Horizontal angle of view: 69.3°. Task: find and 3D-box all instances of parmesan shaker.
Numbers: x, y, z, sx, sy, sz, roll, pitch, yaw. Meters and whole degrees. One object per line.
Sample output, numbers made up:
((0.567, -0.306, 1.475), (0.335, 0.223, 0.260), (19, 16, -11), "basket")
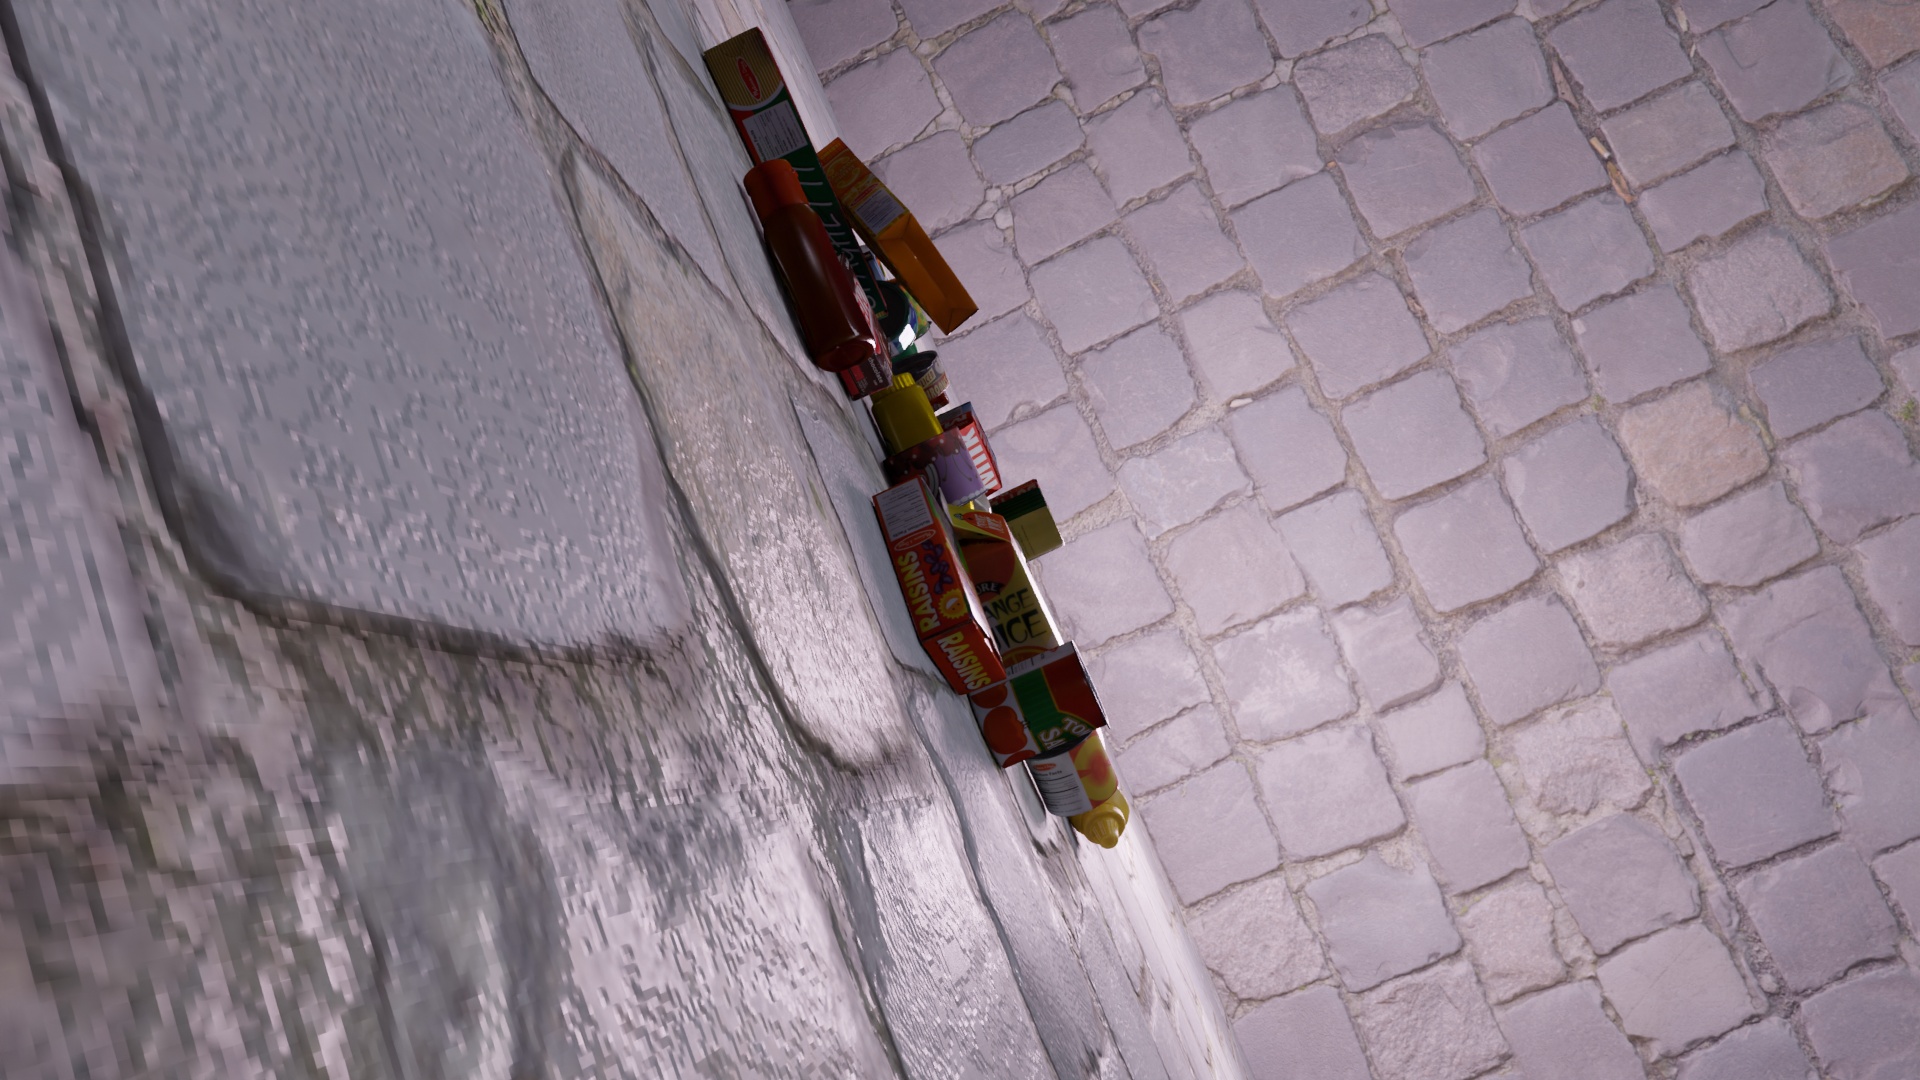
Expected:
((0.045, -0.002, 1.381), (0.071, 0.103, 0.071), (-28, 94, -86), "parmesan shaker")

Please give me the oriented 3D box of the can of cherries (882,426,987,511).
((-0.022, -0.050, 1.094), (0.071, 0.071, 0.058), (-75, 141, -84), "can of cherries")

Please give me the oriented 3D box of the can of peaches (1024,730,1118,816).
((0.093, 0.188, 1.161), (0.071, 0.071, 0.058), (-96, 163, -77), "can of peaches")

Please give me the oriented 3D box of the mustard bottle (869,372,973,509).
((-0.040, -0.088, 1.166), (0.065, 0.049, 0.160), (143, -78, -83), "mustard bottle")

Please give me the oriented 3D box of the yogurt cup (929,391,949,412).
((-0.046, -0.154, 1.420), (0.072, 0.054, 0.072), (-29, 95, -87), "yogurt cup")

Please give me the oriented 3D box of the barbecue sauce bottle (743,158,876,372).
((-0.107, -0.193, 0.966), (0.065, 0.043, 0.148), (43, 22, -80), "barbecue sauce bottle")

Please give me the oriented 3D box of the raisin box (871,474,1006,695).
((-0.013, 0.030, 0.926), (0.085, 0.040, 0.124), (62, 7, -55), "raisin box")

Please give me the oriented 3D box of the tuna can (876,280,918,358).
((-0.073, -0.200, 1.246), (0.032, 0.071, 0.071), (53, 13, -70), "tuna can")

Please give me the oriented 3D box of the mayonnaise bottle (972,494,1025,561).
((0.005, -0.016, 1.262), (0.147, 0.065, 0.041), (58, 12, -35), "mayonnaise bottle")

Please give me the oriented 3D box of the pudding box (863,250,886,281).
((-0.089, -0.229, 1.328), (0.030, 0.049, 0.083), (-110, 174, -62), "pudding box")

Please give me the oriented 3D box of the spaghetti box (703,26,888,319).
((-0.132, -0.291, 1.140), (0.029, 0.050, 0.249), (-97, 163, -72), "spaghetti box")

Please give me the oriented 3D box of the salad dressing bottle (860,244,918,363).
((-0.086, -0.250, 1.521), (0.064, 0.044, 0.147), (-103, 169, -62), "salad dressing bottle")

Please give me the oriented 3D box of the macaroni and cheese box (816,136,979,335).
((-0.061, -0.266, 1.207), (0.123, 0.040, 0.167), (49, 3, -45), "macaroni and cheese box")

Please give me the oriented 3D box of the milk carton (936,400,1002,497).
((-0.006, -0.080, 1.373), (0.191, 0.073, 0.072), (-93, 159, -77), "milk carton")

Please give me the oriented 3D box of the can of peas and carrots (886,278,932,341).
((-0.071, -0.236, 1.447), (0.071, 0.071, 0.058), (-104, 169, -67), "can of peas and carrots")

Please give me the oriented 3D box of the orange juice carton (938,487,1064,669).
((0.025, 0.051, 1.051), (0.072, 0.073, 0.192), (-100, 165, -73), "orange juice carton")

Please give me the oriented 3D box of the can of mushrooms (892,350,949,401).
((-0.045, -0.152, 1.328), (0.071, 0.071, 0.033), (-104, 171, -67), "can of mushrooms")

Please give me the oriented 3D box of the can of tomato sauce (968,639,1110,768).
((0.056, 0.119, 0.992), (0.071, 0.083, 0.071), (-28, 94, -86), "can of tomato sauce")

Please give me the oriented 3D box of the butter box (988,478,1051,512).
((0.042, -0.019, 1.430), (0.024, 0.103, 0.053), (-95, 160, -81), "butter box")
